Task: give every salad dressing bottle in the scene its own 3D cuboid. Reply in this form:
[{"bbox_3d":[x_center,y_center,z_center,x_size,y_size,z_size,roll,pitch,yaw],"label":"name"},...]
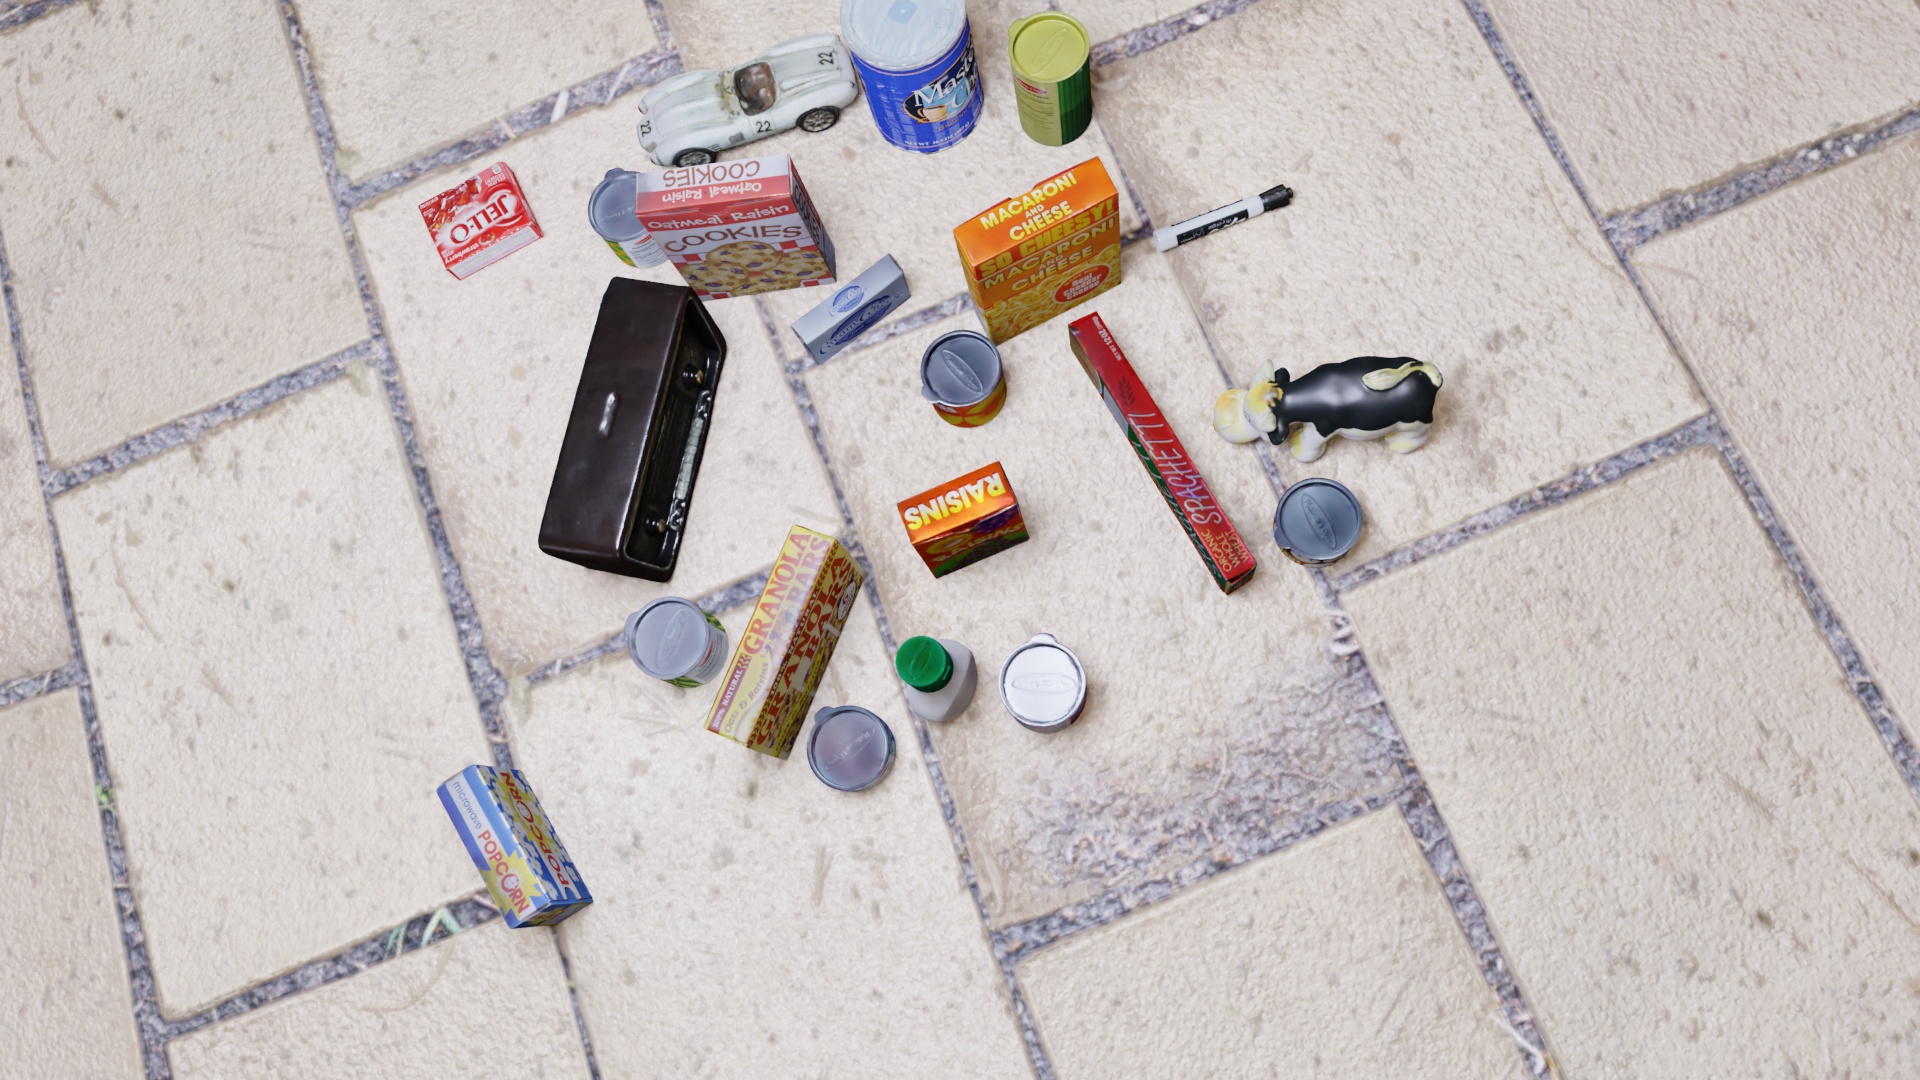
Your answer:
[{"bbox_3d":[-0.018,0.100,1.038,0.044,0.147,0.064,22,80,12],"label":"salad dressing bottle"}]

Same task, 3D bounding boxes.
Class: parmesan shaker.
[{"bbox_3d":[0.076,-0.390,1.173,0.071,0.103,0.071,-2,76,7],"label":"parmesan shaker"}]

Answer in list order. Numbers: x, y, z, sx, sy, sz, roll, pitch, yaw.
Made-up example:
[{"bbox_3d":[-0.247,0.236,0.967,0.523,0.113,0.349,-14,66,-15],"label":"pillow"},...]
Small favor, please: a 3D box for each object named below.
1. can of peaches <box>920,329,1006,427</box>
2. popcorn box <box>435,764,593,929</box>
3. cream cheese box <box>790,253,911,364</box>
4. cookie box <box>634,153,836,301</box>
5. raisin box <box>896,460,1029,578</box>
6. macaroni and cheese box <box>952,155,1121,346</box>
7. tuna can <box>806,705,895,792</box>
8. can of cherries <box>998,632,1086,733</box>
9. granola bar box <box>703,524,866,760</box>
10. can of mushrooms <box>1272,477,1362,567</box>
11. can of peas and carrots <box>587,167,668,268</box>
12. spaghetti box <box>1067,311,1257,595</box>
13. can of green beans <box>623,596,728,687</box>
[{"bbox_3d":[0.002,-0.130,1.140,0.071,0.058,0.071,-2,76,7],"label":"can of peaches"},{"bbox_3d":[-0.344,0.236,1.075,0.038,0.085,0.127,-34,75,-2],"label":"popcorn box"},{"bbox_3d":[-0.091,-0.194,1.169,0.104,0.053,0.024,-37,75,-3],"label":"cream cheese box"},{"bbox_3d":[-0.179,-0.252,1.136,0.123,0.167,0.040,-7,76,5],"label":"cookie box"},{"bbox_3d":[0.004,-0.013,1.077,0.086,0.123,0.040,-22,75,1],"label":"raisin box"},{"bbox_3d":[0.064,-0.225,1.100,0.124,0.166,0.040,-27,75,0],"label":"macaroni and cheese box"},{"bbox_3d":[-0.087,0.162,1.090,0.071,0.032,0.071,-2,76,7],"label":"tuna can"},{"bbox_3d":[0.065,0.111,1.071,0.071,0.058,0.071,-2,76,7],"label":"can of cherries"},{"bbox_3d":[-0.132,0.081,1.069,0.039,0.124,0.166,20,79,11],"label":"granola bar box"},{"bbox_3d":[0.277,-0.013,1.090,0.071,0.033,0.071,-2,76,7],"label":"can of mushrooms"},{"bbox_3d":[-0.284,-0.281,1.212,0.071,0.058,0.071,-2,76,7],"label":"can of peas and carrots"},{"bbox_3d":[0.159,-0.070,1.110,0.029,0.050,0.250,-30,74,-1],"label":"spaghetti box"},{"bbox_3d":[-0.225,0.082,1.114,0.071,0.057,0.071,-2,76,7],"label":"can of green beans"}]
